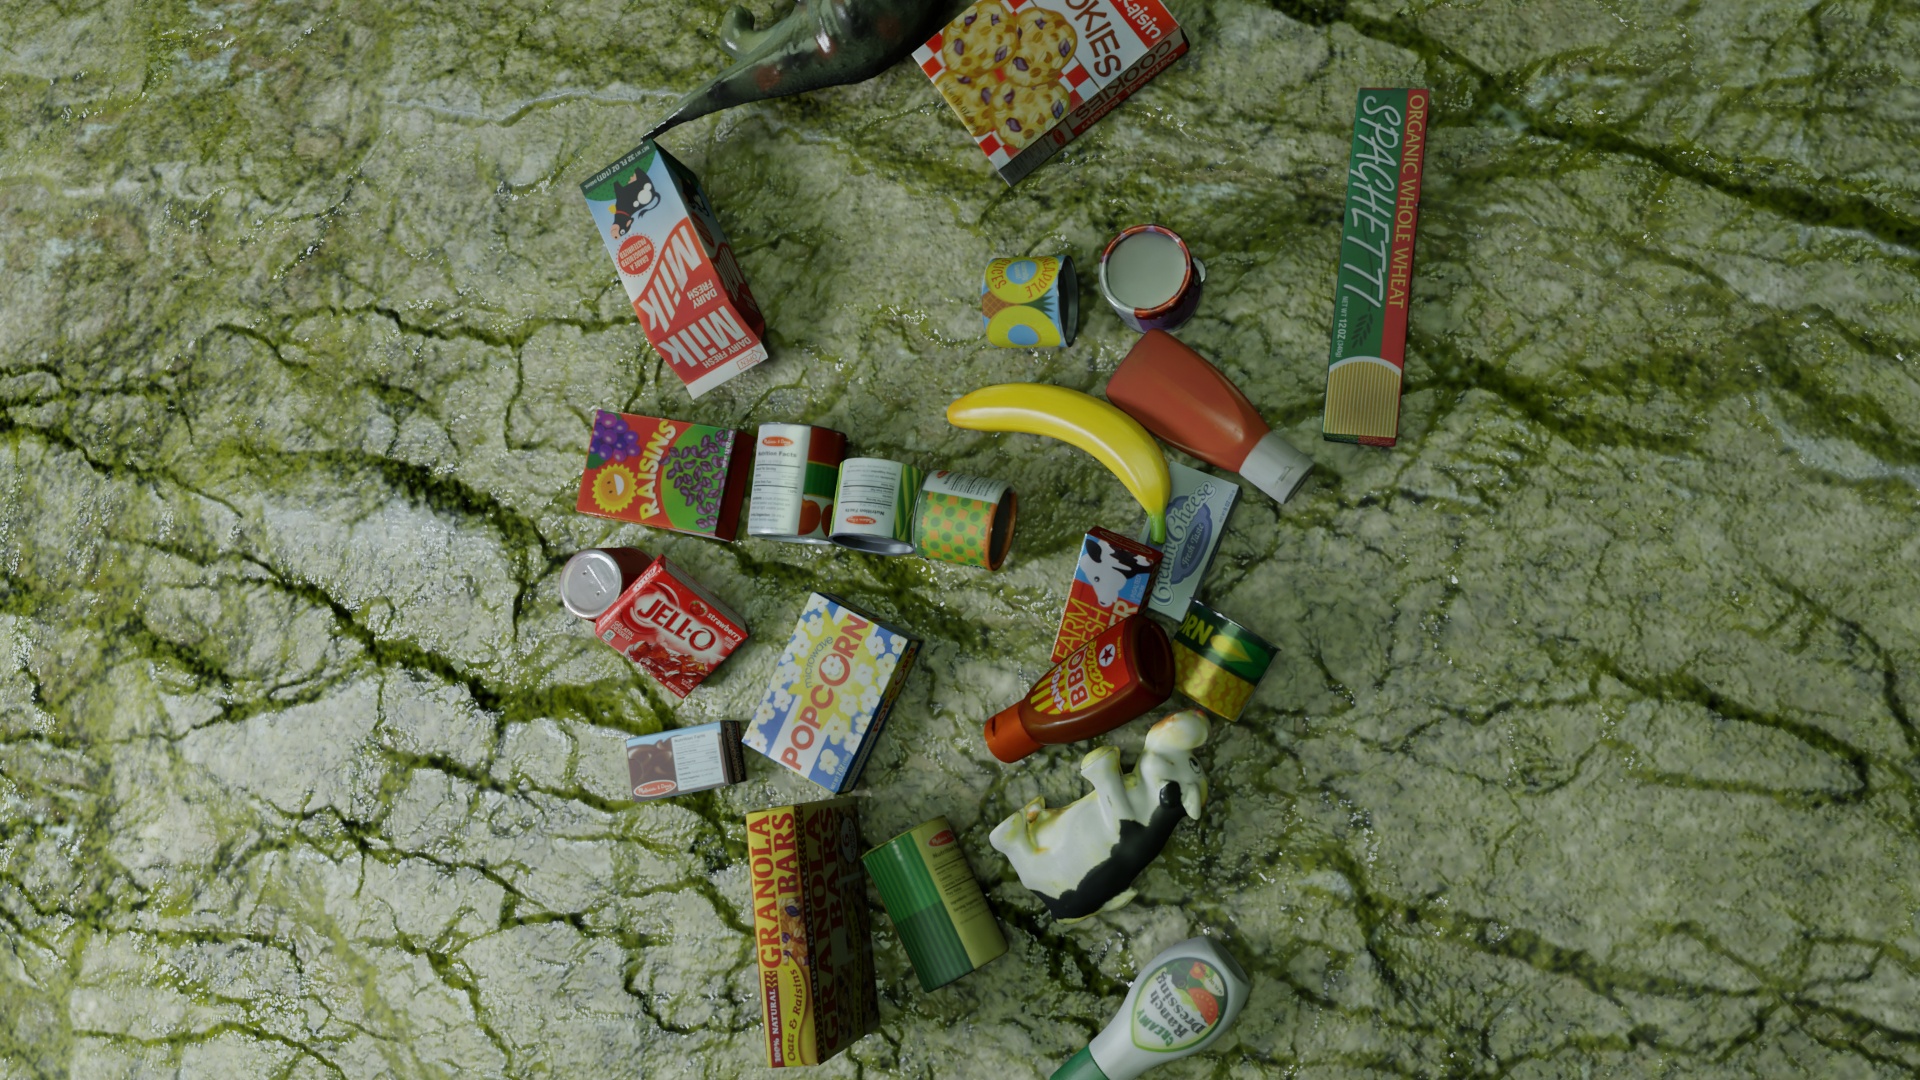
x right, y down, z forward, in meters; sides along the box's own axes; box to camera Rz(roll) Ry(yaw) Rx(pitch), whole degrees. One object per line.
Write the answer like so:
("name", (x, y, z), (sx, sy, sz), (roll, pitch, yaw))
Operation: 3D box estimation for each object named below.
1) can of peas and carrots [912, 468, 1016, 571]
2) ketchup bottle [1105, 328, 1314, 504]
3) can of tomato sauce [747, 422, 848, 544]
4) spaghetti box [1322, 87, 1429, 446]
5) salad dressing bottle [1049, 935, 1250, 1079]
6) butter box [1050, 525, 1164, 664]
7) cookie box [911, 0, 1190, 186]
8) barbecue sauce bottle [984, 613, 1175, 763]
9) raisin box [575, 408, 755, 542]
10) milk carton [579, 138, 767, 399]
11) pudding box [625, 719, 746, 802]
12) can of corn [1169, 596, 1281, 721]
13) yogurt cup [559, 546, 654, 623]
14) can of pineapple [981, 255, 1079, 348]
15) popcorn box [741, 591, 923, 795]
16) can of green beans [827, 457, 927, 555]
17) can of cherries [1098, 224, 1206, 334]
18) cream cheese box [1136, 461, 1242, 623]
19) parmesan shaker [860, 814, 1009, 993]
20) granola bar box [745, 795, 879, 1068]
("can of peas and carrots", (0.004, -0.013, 0.998), (0.059, 0.071, 0.071), (10, 86, 17))
("ketchup bottle", (0.176, -0.083, 0.968), (0.149, 0.043, 0.064), (39, 102, 17))
("can of tomato sauce", (-0.121, -0.042, 1.039), (0.071, 0.071, 0.083), (4, 84, 17))
("spaghetti box", (0.287, -0.191, 0.958), (0.050, 0.028, 0.250), (6, 84, 16))
("salad dressing bottle", (0.125, 0.328, 0.927), (0.147, 0.044, 0.064), (-43, 72, 7))
("butter box", (0.100, 0.046, 0.961), (0.053, 0.024, 0.103), (23, 114, 21))
("cookie box", (0.067, -0.367, 1.040), (0.167, 0.040, 0.123), (-36, 74, 10))
("barbecue sauce bottle", (0.078, 0.108, 0.943), (0.148, 0.043, 0.065), (-36, 37, 37))
("raisin box", (-0.230, -0.052, 1.084), (0.123, 0.040, 0.086), (9, 86, 16))
("milk carton", (-0.216, -0.207, 1.083), (0.072, 0.073, 0.191), (-28, 76, 11))
("pudding box", (-0.209, 0.167, 1.053), (0.083, 0.030, 0.050), (-13, 80, 14))
("can of corn", (0.170, 0.080, 0.935), (0.071, 0.071, 0.058), (31, 93, 18))
("yogurt cup", (-0.273, 0.036, 1.077), (0.072, 0.054, 0.072), (-2, 82, 15))
("can of pineapple", (0.051, -0.173, 1.003), (0.058, 0.071, 0.071), (1, 83, 16))
("popcorn box", (-0.094, 0.112, 1.023), (0.085, 0.038, 0.126), (25, 90, 18))
("can of green beans", (-0.060, -0.024, 1.015), (0.071, 0.071, 0.058), (4, 78, 17))
("can of cherries", (0.137, -0.186, 0.985), (0.071, 0.058, 0.071), (-2, 83, 16))
("cream cheese box", (0.153, 0.001, 0.974), (0.053, 0.024, 0.104), (22, 89, 19))
("parmesan shaker", (-0.020, 0.253, 0.965), (0.071, 0.071, 0.103), (-30, 76, 11))
("granola bar box", (-0.101, 0.264, 0.960), (0.039, 0.124, 0.165), (-9, 80, 14))
